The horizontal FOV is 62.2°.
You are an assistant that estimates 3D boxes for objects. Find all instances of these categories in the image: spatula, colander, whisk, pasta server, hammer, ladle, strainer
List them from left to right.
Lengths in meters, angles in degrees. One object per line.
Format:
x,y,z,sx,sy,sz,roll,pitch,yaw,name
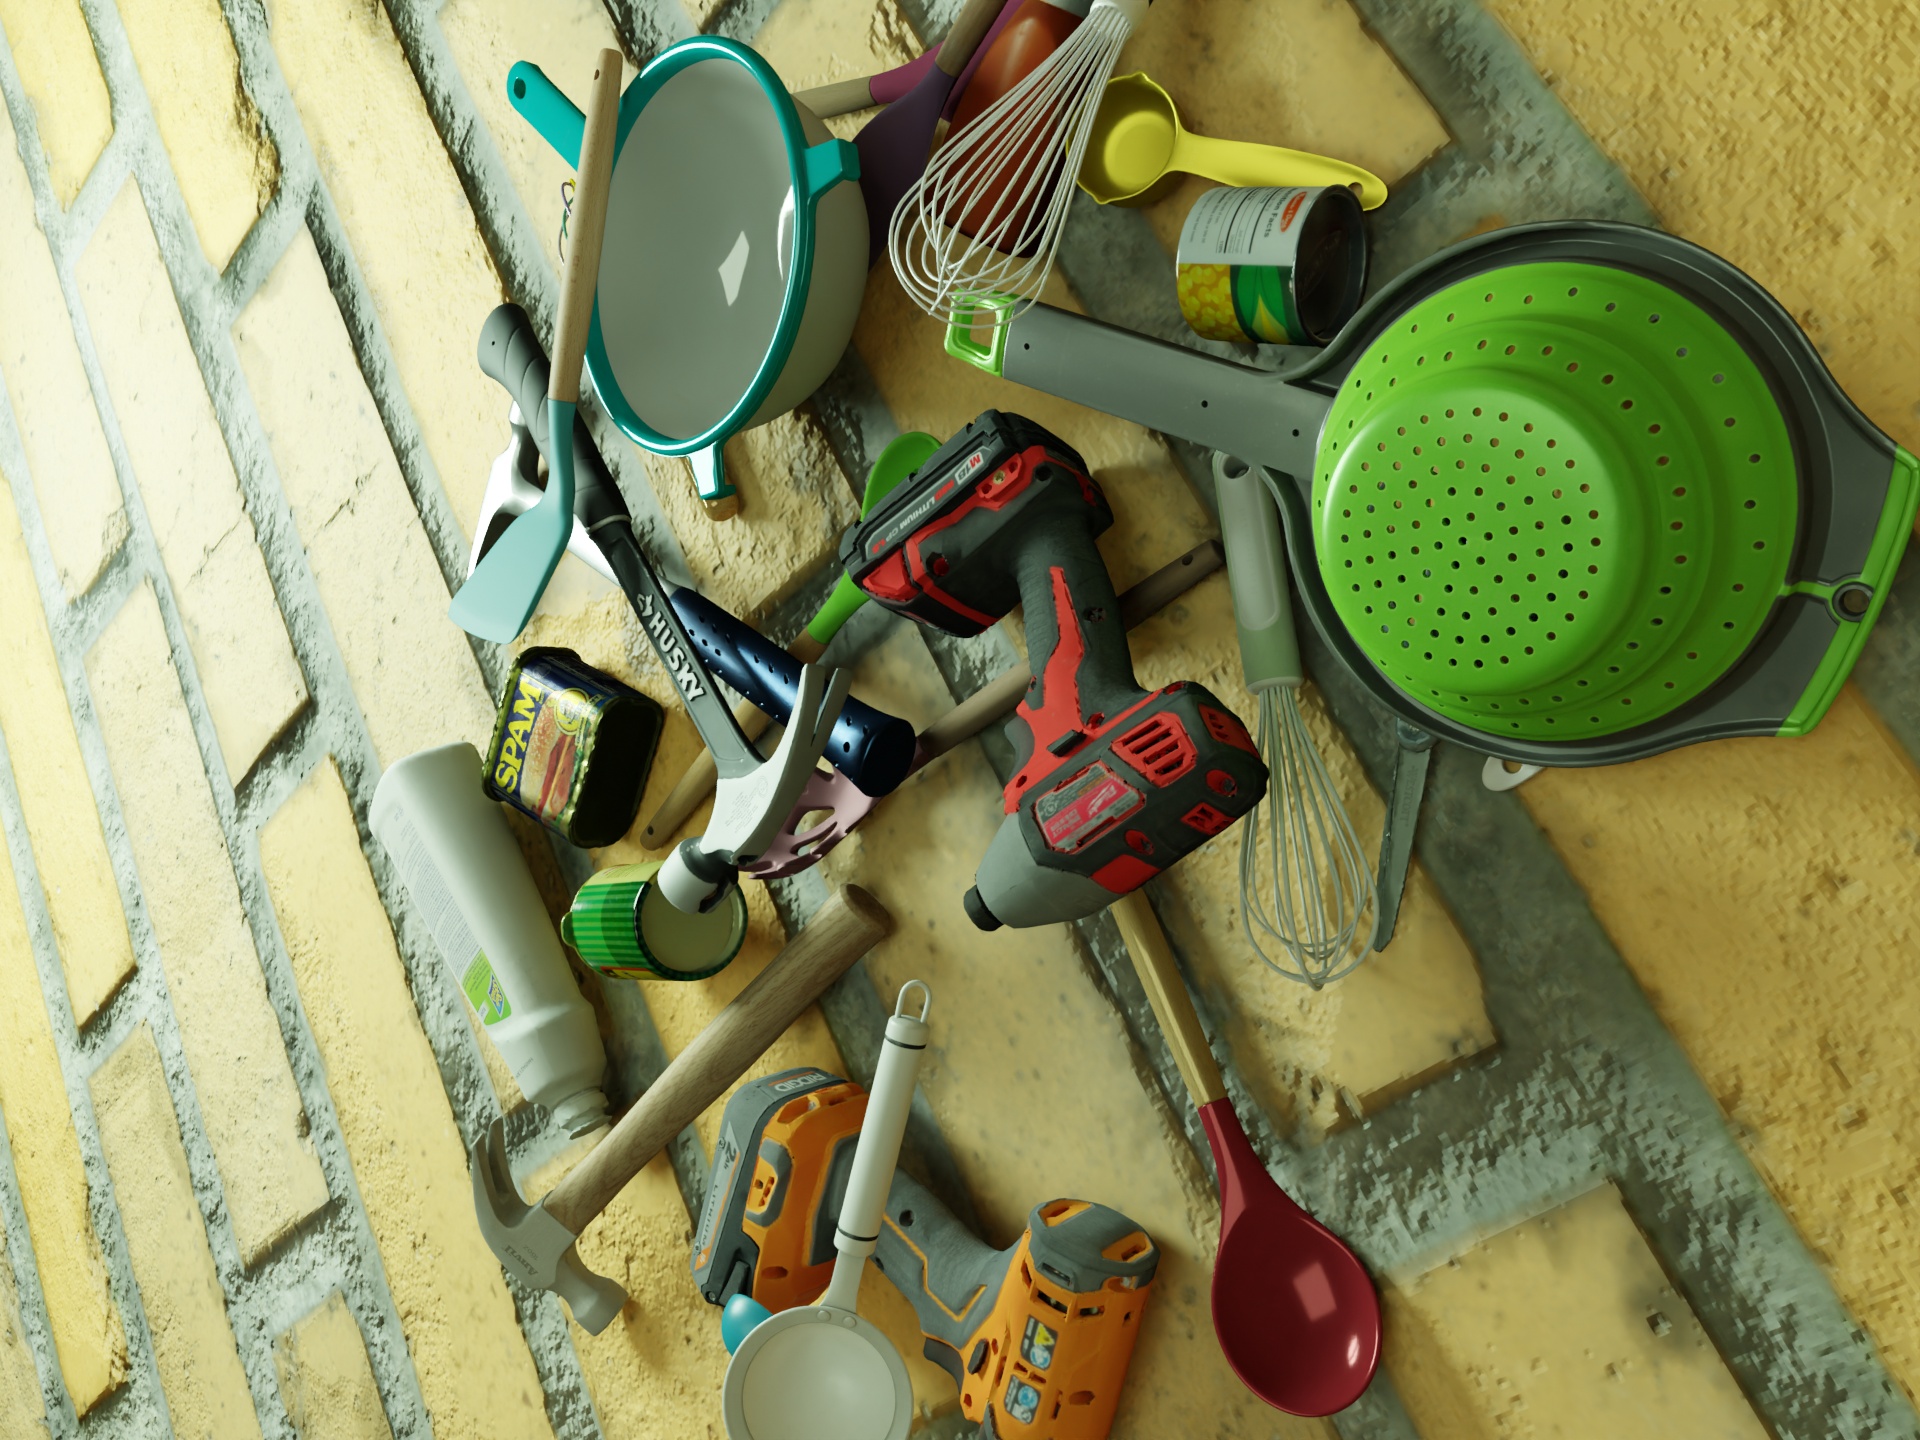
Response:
-0.220,-0.200,0.856,0.082,0.044,0.317,20,103,46,spatula
-0.185,-0.098,0.873,0.149,0.036,0.409,-49,56,26,hammer
-0.184,-0.223,0.945,0.047,0.051,0.245,-45,65,50,whisk
-0.168,-0.062,0.901,0.406,0.035,0.144,34,108,39,hammer
-0.157,0.206,0.883,0.130,0.031,0.331,42,110,-4,hammer
-0.149,-0.283,0.884,0.341,0.095,0.211,49,125,35,strainer
-0.047,0.241,0.717,0.087,0.050,0.258,14,95,3,strainer
-0.001,-0.003,0.793,0.316,0.040,0.060,-34,54,30,pasta server
0.005,-0.347,0.789,0.315,0.018,0.060,-50,64,36,spatula
0.056,-0.288,0.697,0.070,0.070,0.285,18,71,36,whisk
0.101,0.147,0.713,0.069,0.031,0.316,-22,69,2,ladle
0.136,-0.008,0.685,0.058,0.059,0.246,-12,76,24,whisk
0.131,-0.102,0.605,0.397,0.094,0.204,25,118,30,colander

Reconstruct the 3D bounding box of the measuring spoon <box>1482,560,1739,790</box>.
0.252,-0.014,0.620,0.124,0.018,0.034,-50,61,32,measuring spoon

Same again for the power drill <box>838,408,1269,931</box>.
0.032,-0.018,0.709,0.143,0.078,0.220,-38,55,22,power drill

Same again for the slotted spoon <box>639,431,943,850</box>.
-0.093,-0.031,0.871,0.313,0.031,0.070,-48,62,27,slotted spoon

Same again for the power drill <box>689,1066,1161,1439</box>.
-0.023,0.281,0.772,0.227,0.084,0.164,20,102,33,power drill

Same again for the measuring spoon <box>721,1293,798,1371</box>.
-0.093,0.328,0.777,0.042,0.021,0.128,19,134,33,measuring spoon

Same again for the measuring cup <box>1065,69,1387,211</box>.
0.122,-0.252,0.726,0.157,0.029,0.062,22,102,24,measuring cup

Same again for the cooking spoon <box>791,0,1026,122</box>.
-0.065,-0.340,0.869,0.319,0.017,0.069,3,90,36,cooking spoon
